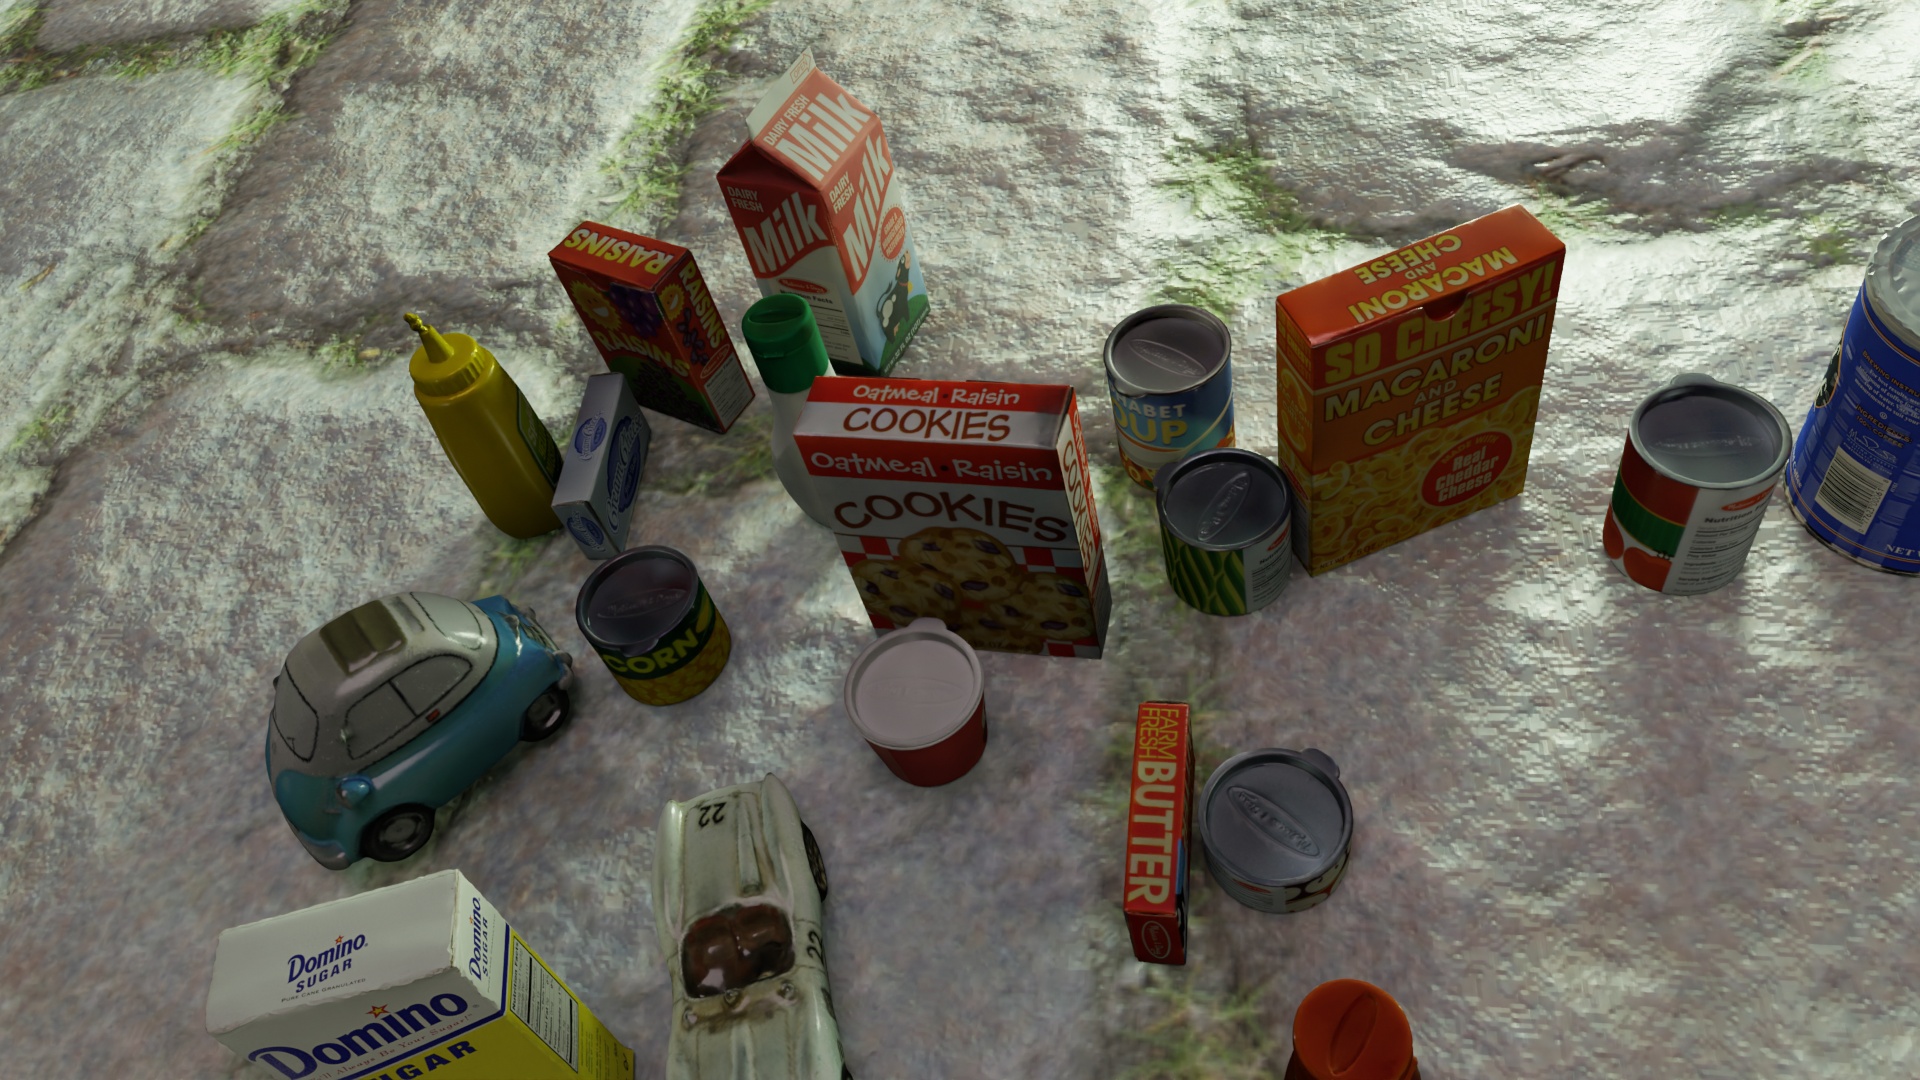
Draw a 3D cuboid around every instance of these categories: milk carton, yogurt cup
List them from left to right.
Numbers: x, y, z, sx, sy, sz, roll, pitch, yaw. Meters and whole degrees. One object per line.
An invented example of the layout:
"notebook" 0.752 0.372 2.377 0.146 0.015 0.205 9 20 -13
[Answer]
"milk carton" -0.082 -0.189 0.821 0.073 0.189 0.073 15 57 24
"yogurt cup" -0.018 0.083 0.676 0.072 0.053 0.073 -7 51 8

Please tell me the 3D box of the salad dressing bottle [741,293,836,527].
"salad dressing bottle" -0.078 -0.067 0.750 0.064 0.147 0.044 -2 52 12

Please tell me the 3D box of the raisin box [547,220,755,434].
"raisin box" -0.185 -0.128 0.840 0.086 0.122 0.040 21 60 27

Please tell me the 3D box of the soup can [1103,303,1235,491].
"soup can" 0.113 -0.074 0.751 0.071 0.083 0.072 -7 51 8

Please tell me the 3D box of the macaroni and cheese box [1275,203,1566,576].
"macaroni and cheese box" 0.216 -0.066 0.666 0.124 0.165 0.040 -22 50 -4

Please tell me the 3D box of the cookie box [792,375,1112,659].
"cookie box" 0.002 -0.008 0.671 0.123 0.166 0.040 4 53 17

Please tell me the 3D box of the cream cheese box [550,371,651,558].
"cream cheese box" -0.211 -0.045 0.825 0.024 0.053 0.104 -5 51 10

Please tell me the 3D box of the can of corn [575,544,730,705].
"can of corn" -0.161 0.048 0.736 0.071 0.058 0.071 -7 51 8

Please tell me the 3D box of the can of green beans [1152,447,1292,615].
"can of green beans" 0.135 -0.004 0.707 0.071 0.057 0.071 -7 51 8

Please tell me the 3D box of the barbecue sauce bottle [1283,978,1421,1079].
"barbecue sauce bottle" 0.136 0.198 0.485 0.044 0.147 0.065 23 60 28

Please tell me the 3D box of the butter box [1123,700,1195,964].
"butter box" 0.089 0.128 0.615 0.024 0.053 0.104 0 52 14

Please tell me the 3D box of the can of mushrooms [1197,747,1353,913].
"can of mushrooms" 0.141 0.127 0.616 0.071 0.033 0.071 -7 51 8

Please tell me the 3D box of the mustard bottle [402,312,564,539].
"mustard bottle" -0.272 -0.069 0.790 0.049 0.159 0.065 -18 50 0

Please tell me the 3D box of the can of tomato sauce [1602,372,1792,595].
"can of tomato sauce" 0.344 -0.025 0.657 0.071 0.082 0.071 -7 51 8
